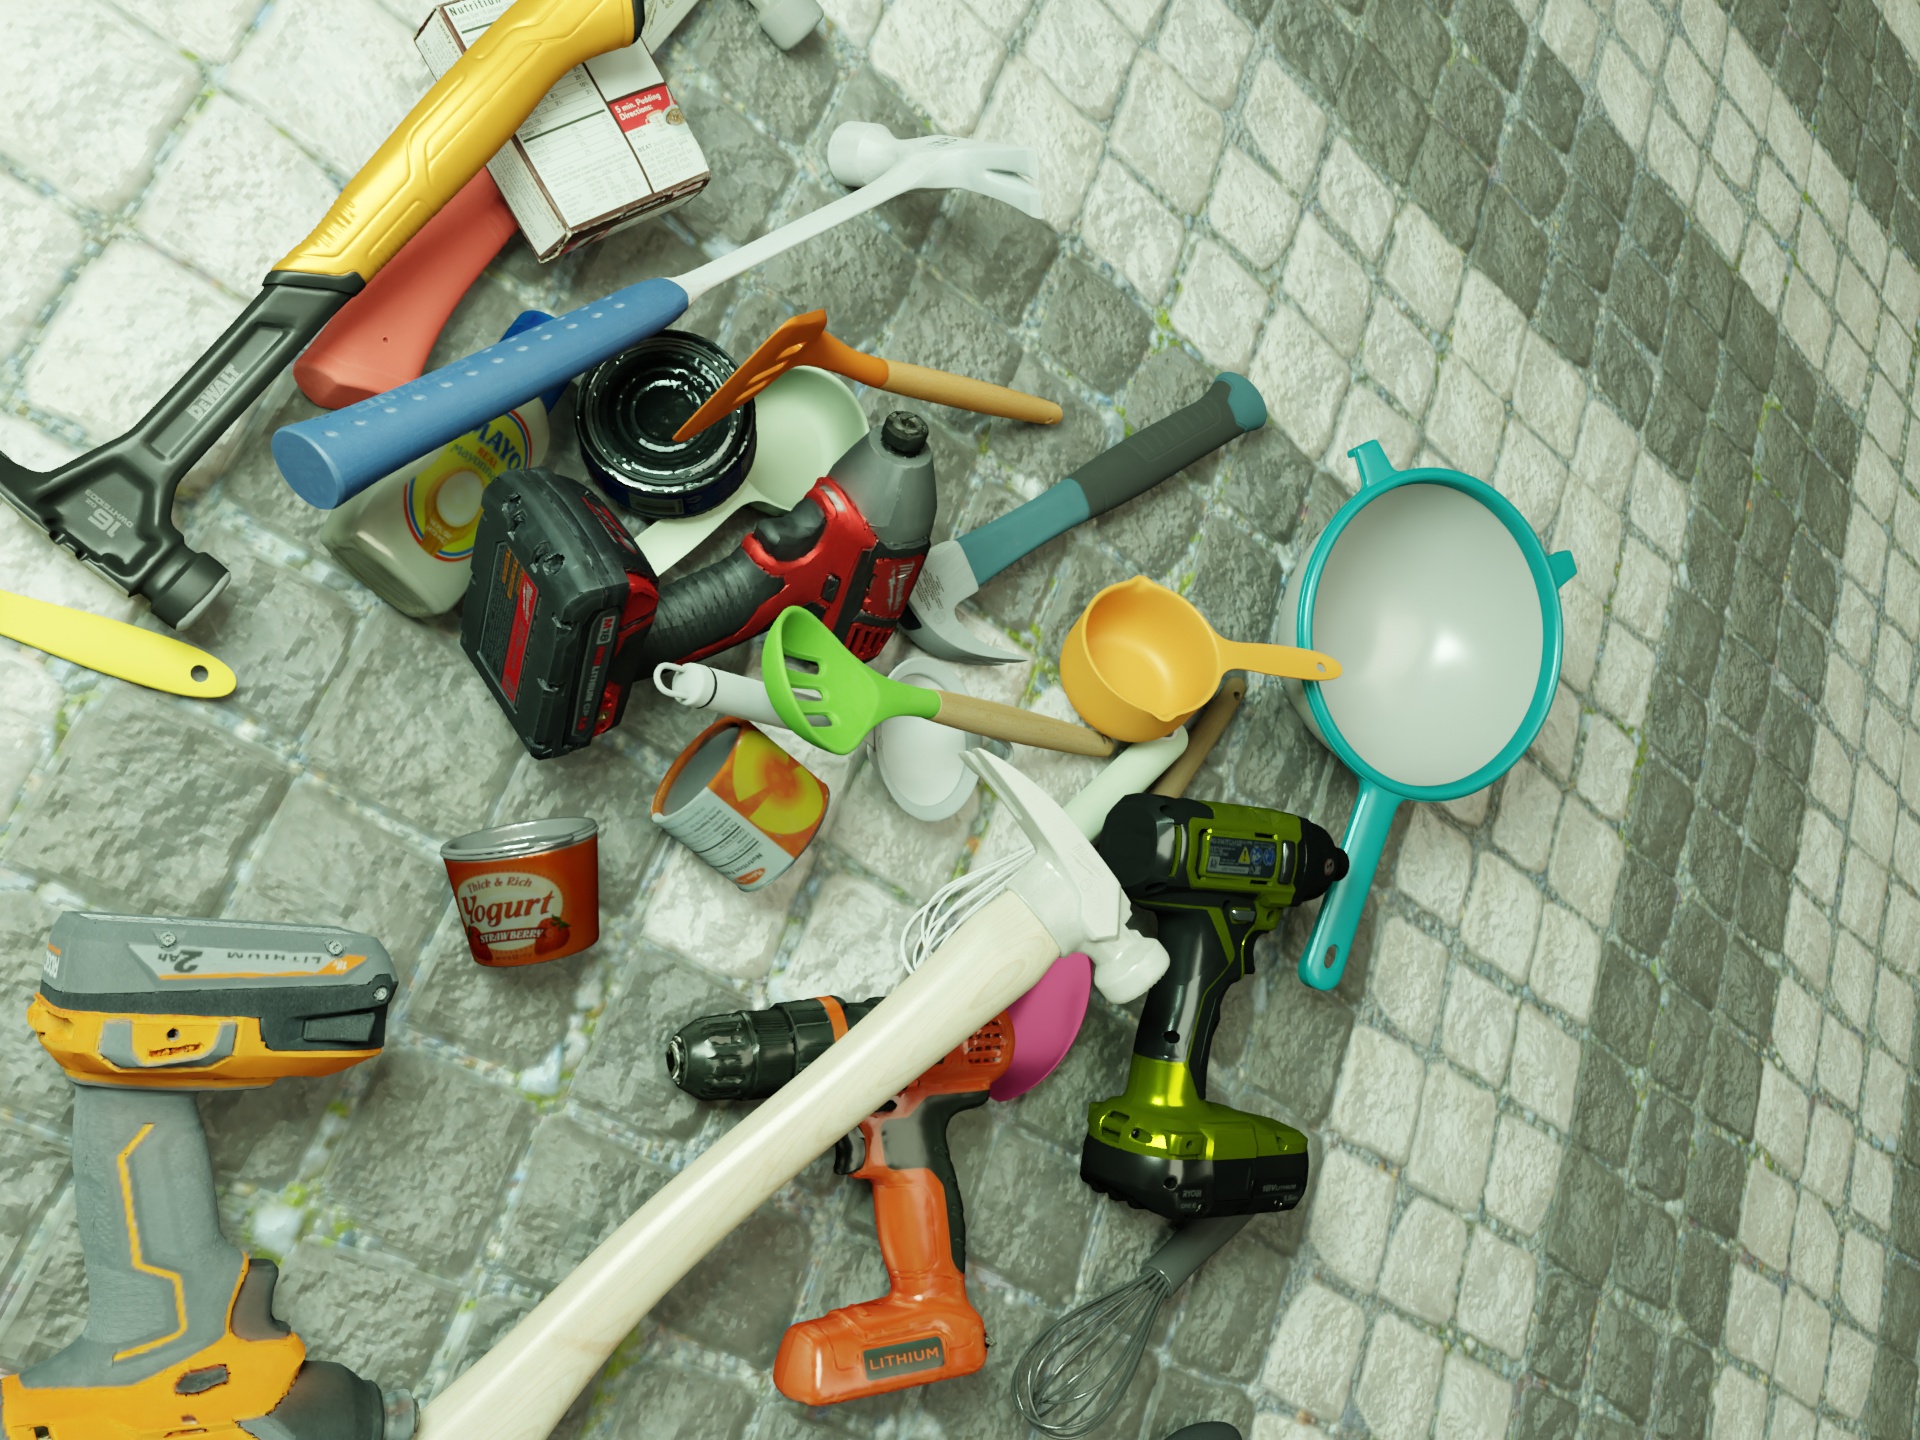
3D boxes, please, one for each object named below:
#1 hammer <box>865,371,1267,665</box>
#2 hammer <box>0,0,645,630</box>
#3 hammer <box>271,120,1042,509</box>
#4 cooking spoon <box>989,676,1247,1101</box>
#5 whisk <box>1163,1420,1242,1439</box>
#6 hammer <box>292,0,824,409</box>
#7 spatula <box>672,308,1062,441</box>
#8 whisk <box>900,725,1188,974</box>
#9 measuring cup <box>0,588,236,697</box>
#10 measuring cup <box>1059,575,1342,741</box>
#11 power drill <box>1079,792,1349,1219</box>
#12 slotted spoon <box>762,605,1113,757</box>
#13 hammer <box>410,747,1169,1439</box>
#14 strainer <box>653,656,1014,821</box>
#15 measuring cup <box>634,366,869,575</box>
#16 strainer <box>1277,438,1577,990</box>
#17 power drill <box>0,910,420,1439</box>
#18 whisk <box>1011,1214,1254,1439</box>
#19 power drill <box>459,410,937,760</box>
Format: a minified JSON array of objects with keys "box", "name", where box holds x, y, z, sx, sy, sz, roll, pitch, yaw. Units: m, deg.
[{"box":[0.076,-0.136,0.939,0.331,0.033,0.128,-33,107,-36],"name":"hammer"},{"box":[-0.254,-0.202,0.650,0.127,0.034,0.337,43,77,-20],"name":"hammer"},{"box":[-0.121,-0.197,0.723,0.405,0.144,0.035,-40,136,-37],"name":"hammer"},{"box":[0.092,0.086,0.933,0.068,0.017,0.319,45,60,-13],"name":"cooking spoon"},{"box":[0.054,0.416,0.840,0.284,0.070,0.070,4,82,-40],"name":"whisk"},{"box":[-0.203,-0.289,0.757,0.149,0.037,0.359,42,61,-25],"name":"hammer"},{"box":[-0.025,-0.166,0.809,0.322,0.081,0.041,-6,62,-58],"name":"spatula"},{"box":[0.055,0.070,0.893,0.246,0.058,0.059,-40,142,-35],"name":"whisk"},{"box":[-0.357,-0.041,0.611,0.156,0.029,0.062,22,71,-31],"name":"measuring cup"},{"box":[0.140,-0.028,0.938,0.173,0.052,0.095,5,61,-22],"name":"measuring cup"},{"box":[0.149,0.159,0.906,0.171,0.080,0.223,9,88,-35],"name":"power drill"},{"box":[-0.001,-0.003,0.814,0.313,0.031,0.070,12,60,-55],"name":"slotted spoon"},{"box":[-0.090,0.185,0.720,0.410,0.038,0.146,-39,96,-19],"name":"hammer"},{"box":[-0.061,0.000,0.782,0.258,0.050,0.087,16,71,-56],"name":"strainer"},{"box":[-0.119,-0.113,0.800,0.167,0.038,0.083,-42,105,-19],"name":"measuring cup"},{"box":[0.261,0.005,1.032,0.210,0.095,0.340,23,83,-23],"name":"strainer"},{"box":[-0.280,0.192,0.608,0.164,0.084,0.226,10,82,-35],"name":"power drill"},{"box":[0.115,0.318,0.902,0.239,0.055,0.055,-31,102,-39],"name":"whisk"},{"box":[-0.106,-0.070,0.730,0.219,0.143,0.079,-18,58,-38],"name":"power drill"}]
